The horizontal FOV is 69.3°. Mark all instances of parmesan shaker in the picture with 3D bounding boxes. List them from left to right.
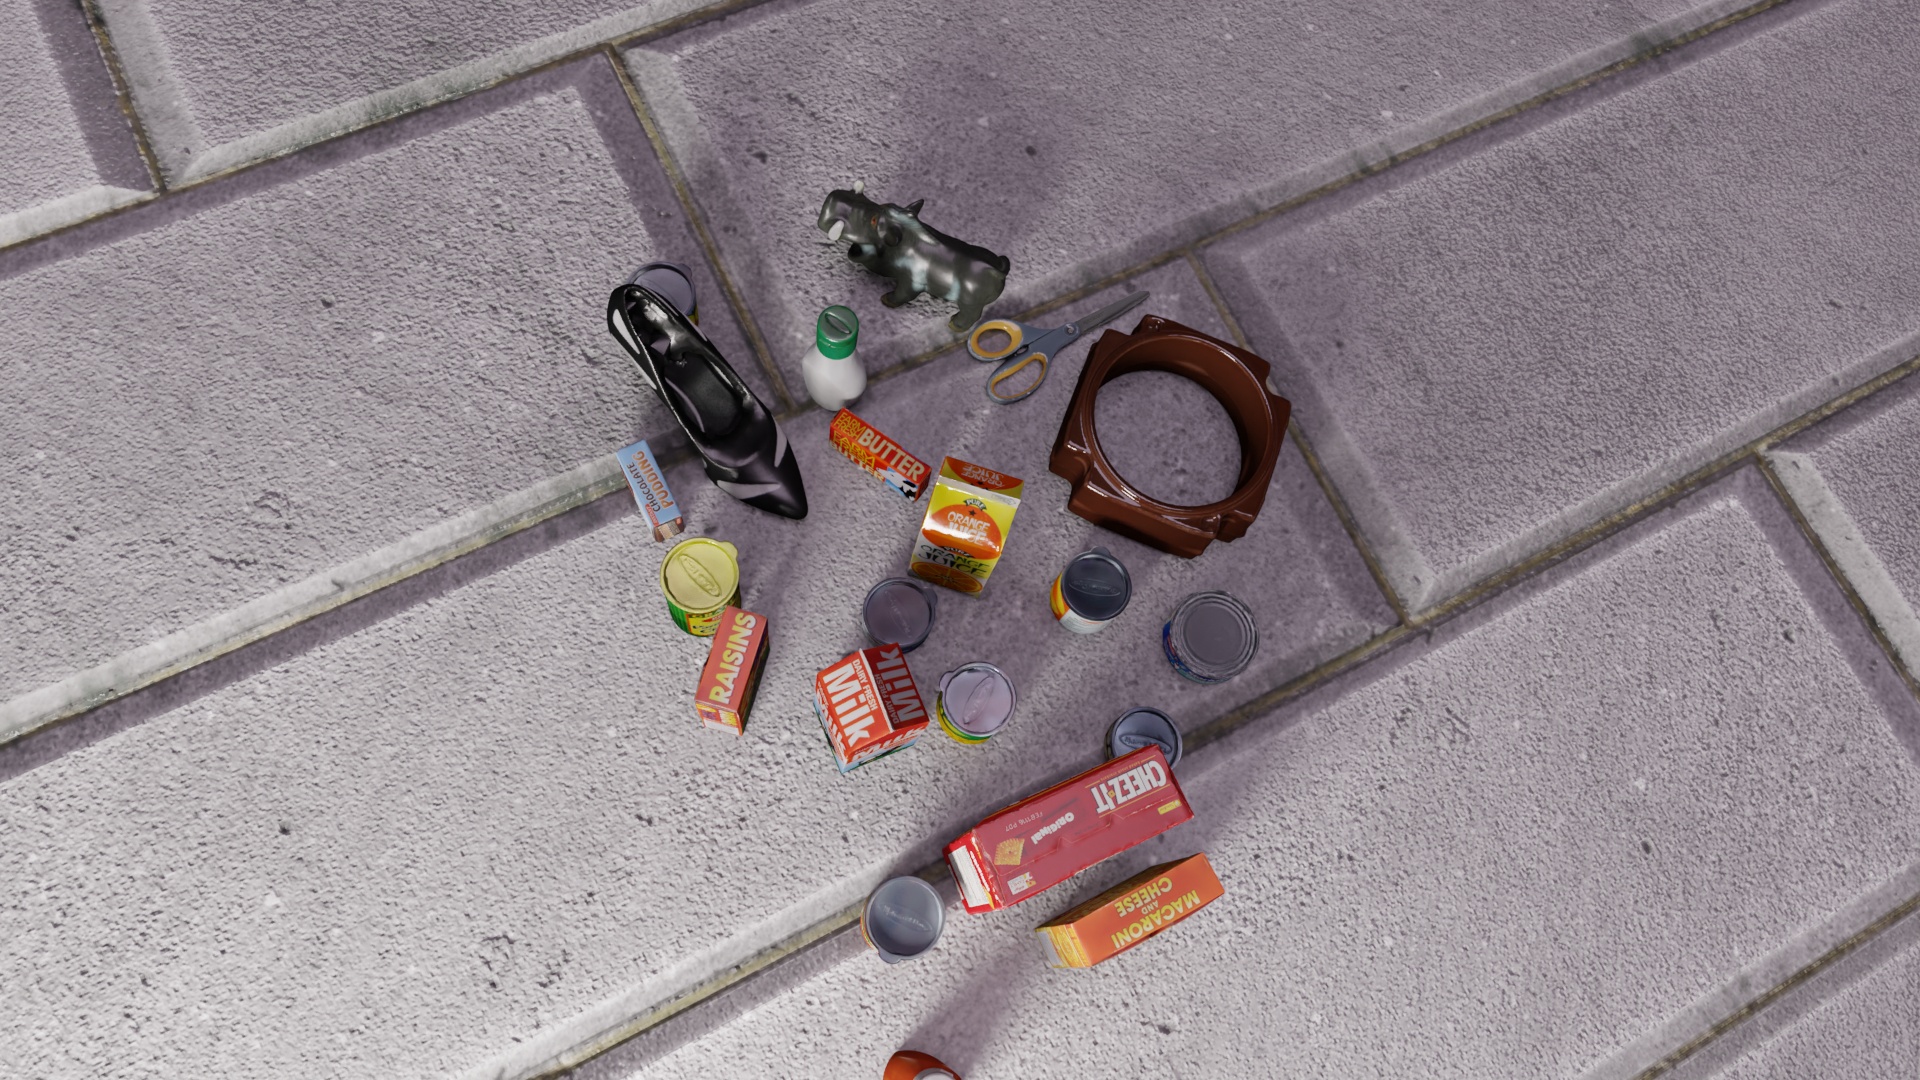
[{"bbox_3d":[-0.223,0.041,1.216,0.071,0.102,0.071,2,73,-7],"label":"parmesan shaker"}]

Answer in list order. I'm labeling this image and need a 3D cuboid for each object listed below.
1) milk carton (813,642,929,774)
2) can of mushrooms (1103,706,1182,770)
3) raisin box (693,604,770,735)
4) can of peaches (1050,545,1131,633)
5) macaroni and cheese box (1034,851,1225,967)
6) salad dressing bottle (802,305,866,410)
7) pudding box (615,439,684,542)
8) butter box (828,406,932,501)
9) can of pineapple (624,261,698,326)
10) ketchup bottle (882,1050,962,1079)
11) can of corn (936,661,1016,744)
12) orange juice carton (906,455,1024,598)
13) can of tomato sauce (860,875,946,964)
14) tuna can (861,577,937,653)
[{"bbox_3d":[-0.076,0.140,1.158,0.073,0.190,0.072,-20,77,-13],"label":"milk carton"},{"bbox_3d":[0.164,0.188,1.257,0.071,0.033,0.071,2,73,-7],"label":"can of mushrooms"},{"bbox_3d":[-0.194,0.113,1.187,0.040,0.123,0.086,17,72,-2],"label":"raisin box"},{"bbox_3d":[0.120,0.047,1.282,0.071,0.058,0.071,2,73,-7],"label":"can of peaches"},{"bbox_3d":[0.136,0.307,1.146,0.124,0.166,0.040,-25,78,-14],"label":"macaroni and cheese box"},{"bbox_3d":[-0.114,-0.167,1.272,0.064,0.147,0.044,38,73,5],"label":"salad dressing bottle"},{"bbox_3d":[-0.282,-0.045,1.264,0.030,0.049,0.084,-25,78,-14],"label":"pudding box"},{"bbox_3d":[-0.076,-0.080,1.299,0.103,0.053,0.024,35,72,4],"label":"butter box"},{"bbox_3d":[-0.281,-0.222,1.315,0.071,0.057,0.071,2,73,-7],"label":"can of pineapple"},{"bbox_3d":[-0.025,0.432,1.096,0.065,0.148,0.044,24,72,0],"label":"ketchup bottle"},{"bbox_3d":[0.011,0.144,1.238,0.071,0.058,0.071,2,73,-7],"label":"can of corn"},{"bbox_3d":[0.004,-0.015,1.216,0.072,0.192,0.073,18,72,-1],"label":"orange juice carton"},{"bbox_3d":[-0.050,0.319,1.162,0.071,0.083,0.071,2,73,-7],"label":"can of tomato sauce"},{"bbox_3d":[-0.055,0.068,1.266,0.071,0.032,0.071,2,73,-7],"label":"tuna can"}]
